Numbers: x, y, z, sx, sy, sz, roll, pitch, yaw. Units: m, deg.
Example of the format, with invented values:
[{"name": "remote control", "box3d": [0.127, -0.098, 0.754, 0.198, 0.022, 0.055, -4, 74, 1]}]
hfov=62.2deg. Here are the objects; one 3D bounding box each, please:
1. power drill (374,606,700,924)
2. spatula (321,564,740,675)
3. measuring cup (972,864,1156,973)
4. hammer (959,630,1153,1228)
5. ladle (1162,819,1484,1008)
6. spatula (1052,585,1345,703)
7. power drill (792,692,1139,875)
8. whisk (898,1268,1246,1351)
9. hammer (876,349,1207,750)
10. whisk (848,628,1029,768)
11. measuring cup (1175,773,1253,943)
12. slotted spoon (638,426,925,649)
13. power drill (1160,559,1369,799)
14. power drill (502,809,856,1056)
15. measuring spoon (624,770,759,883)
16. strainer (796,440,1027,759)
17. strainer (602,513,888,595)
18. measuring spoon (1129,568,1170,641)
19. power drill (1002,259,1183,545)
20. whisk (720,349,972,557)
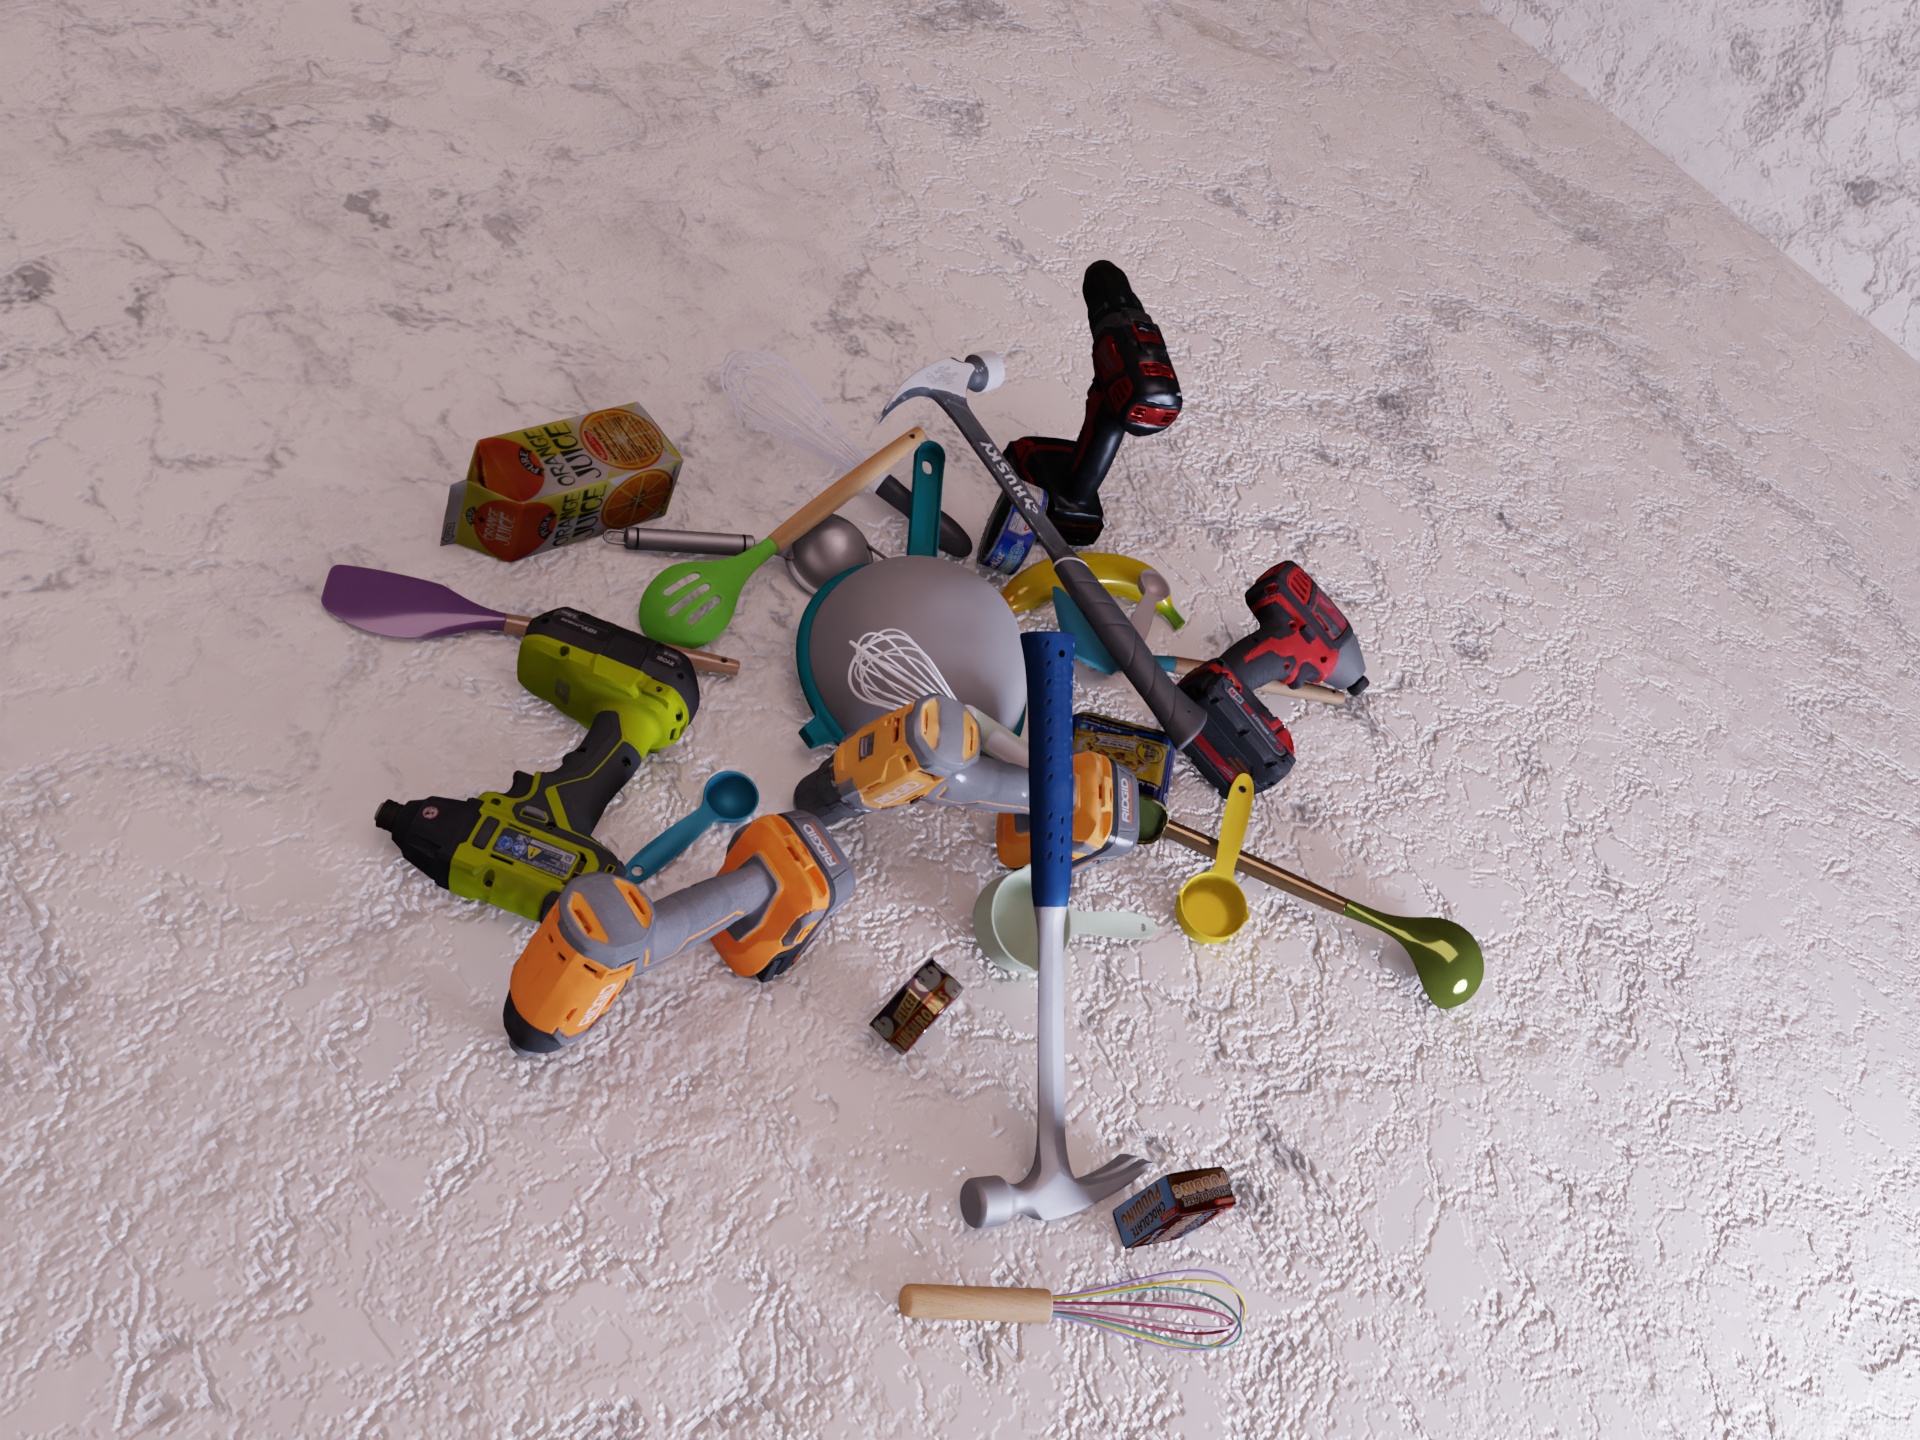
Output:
[{"name": "power drill", "box3d": [-0.293, 0.032, 1.132, 0.171, 0.080, 0.223, 22, 51, -3]}, {"name": "spatula", "box3d": [-0.327, -0.069, 1.231, 0.315, 0.018, 0.060, 11, 53, -17]}, {"name": "measuring cup", "box3d": [0.081, 0.159, 1.237, 0.167, 0.038, 0.083, 9, 70, -35]}, {"name": "hammer", "box3d": [0.068, 0.141, 1.115, 0.144, 0.035, 0.405, 2, 86, -31]}, {"name": "ladle", "box3d": [0.296, 0.153, 1.349, 0.320, 0.062, 0.078, 24, 49, 2]}, {"name": "spatula", "box3d": [0.223, -0.053, 1.463, 0.317, 0.044, 0.082, 10, 46, -20]}, {"name": "power drill", "box3d": [0.000, 0.060, 1.208, 0.226, 0.185, 0.084, 20, 58, -33]}, {"name": "whisk", "box3d": [0.078, 0.394, 1.056, 0.245, 0.047, 0.051, 8, 40, -15]}, {"name": "hammer", "box3d": [0.080, -0.147, 1.361, 0.149, 0.036, 0.409, -23, 73, -39]}, {"name": "whisk", "box3d": [-0.002, -0.004, 1.208, 0.246, 0.058, 0.059, 33, 2, -45]}, {"name": "measuring cup", "box3d": [0.218, 0.114, 1.322, 0.062, 0.029, 0.157, 21, 60, -1]}, {"name": "slotted spoon", "box3d": [-0.140, -0.163, 1.332, 0.070, 0.031, 0.314, 47, 63, 3]}, {"name": "power drill", "box3d": [0.284, -0.035, 1.429, 0.143, 0.078, 0.220, 48, 53, -6]}, {"name": "power drill", "box3d": [-0.194, 0.147, 1.053, 0.226, 0.164, 0.084, -16, 62, -48]}, {"name": "measuring spoon", "box3d": [-0.203, 0.084, 1.178, 0.042, 0.021, 0.128, 44, 58, 10]}, {"name": "strainer", "box3d": [-0.018, -0.112, 1.324, 0.211, 0.095, 0.341, 15, 59, -22]}, {"name": "strainer", "box3d": [-0.173, -0.148, 1.352, 0.258, 0.050, 0.087, 1, 68, -20]}, {"name": "measuring spoon", "box3d": [0.162, -0.094, 1.439, 0.034, 0.018, 0.124, 36, 44, -10]}, {"name": "power drill", "box3d": [0.118, -0.292, 1.472, 0.080, 0.226, 0.188, 2, 55, -24]}, {"name": "whisk", "box3d": [-0.102, -0.241, 1.445, 0.284, 0.070, 0.070, 38, 48, -1]}]
